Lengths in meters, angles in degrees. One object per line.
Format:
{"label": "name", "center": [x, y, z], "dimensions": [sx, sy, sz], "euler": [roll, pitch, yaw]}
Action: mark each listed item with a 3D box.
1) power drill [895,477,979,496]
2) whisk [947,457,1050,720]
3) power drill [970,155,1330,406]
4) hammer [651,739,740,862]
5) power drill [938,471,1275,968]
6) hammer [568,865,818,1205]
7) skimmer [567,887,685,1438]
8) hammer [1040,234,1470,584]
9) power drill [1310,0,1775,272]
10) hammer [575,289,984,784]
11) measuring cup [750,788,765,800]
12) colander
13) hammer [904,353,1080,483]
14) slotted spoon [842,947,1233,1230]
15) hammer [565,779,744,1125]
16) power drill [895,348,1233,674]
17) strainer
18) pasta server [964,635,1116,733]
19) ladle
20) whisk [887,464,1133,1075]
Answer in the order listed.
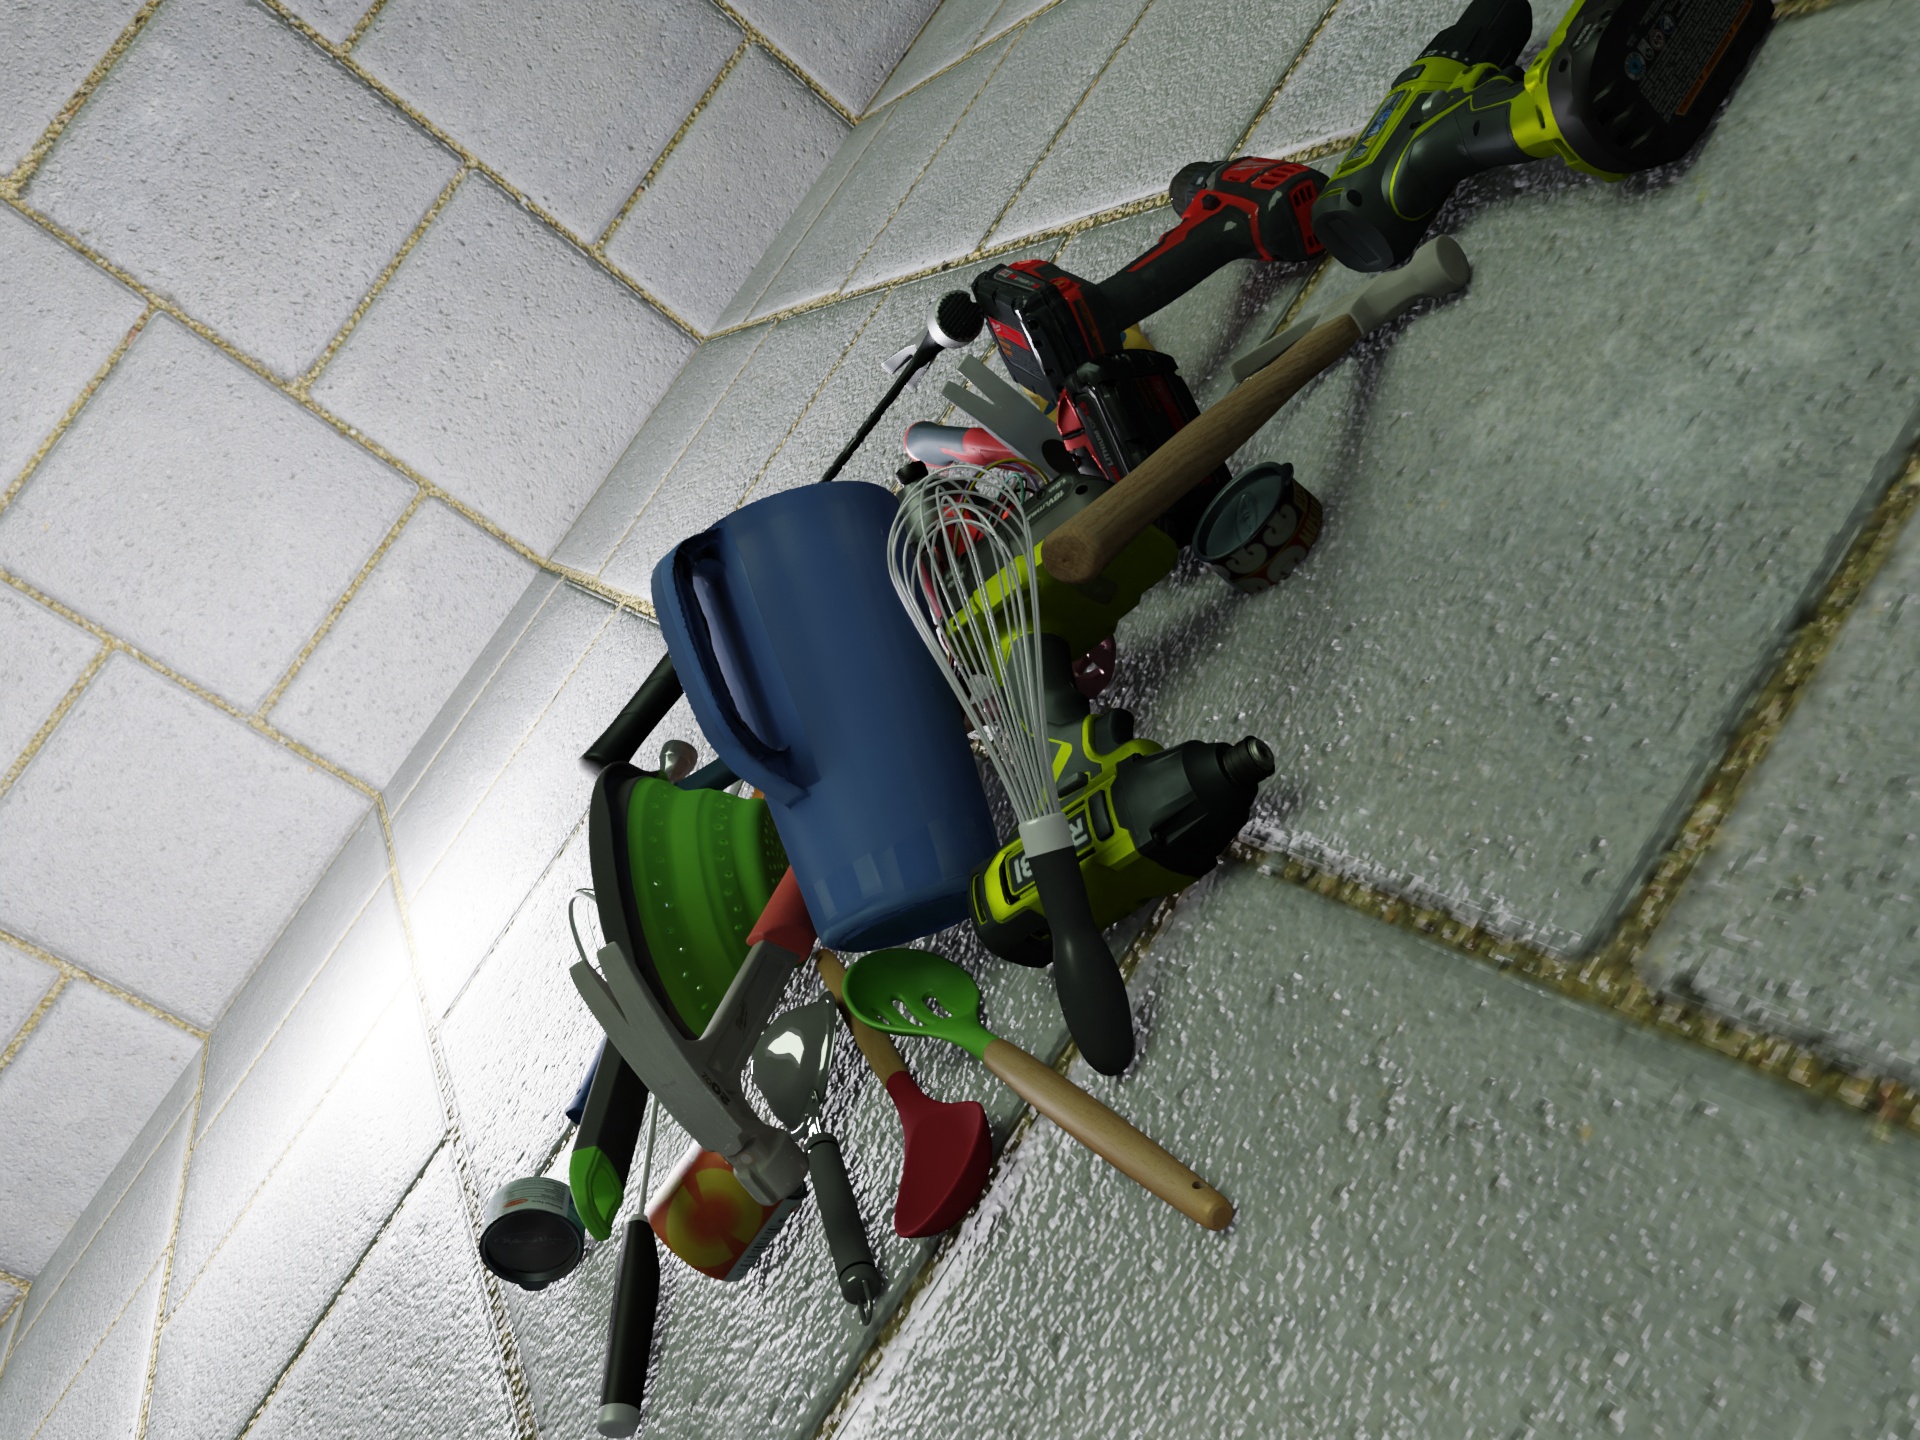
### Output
{"label": "power drill", "center": [-0.098, -0.117, 1.235], "dimensions": [0.226, 0.084, 0.185], "euler": [-20, 14, 37]}
{"label": "whisk", "center": [0.006, -0.039, 0.946], "dimensions": [0.051, 0.047, 0.244], "euler": [49, 131, 49]}
{"label": "power drill", "center": [0.125, -0.313, 1.081], "dimensions": [0.226, 0.080, 0.188], "euler": [-31, 29, -4]}
{"label": "hammer", "center": [-0.141, 0.018, 1.128], "dimensions": [0.331, 0.033, 0.128], "euler": [-30, 35, 44]}
{"label": "power drill", "center": [0.068, -0.009, 0.801], "dimensions": [0.171, 0.080, 0.223], "euler": [-37, 46, 33]}
{"label": "hammer", "center": [-0.098, 0.102, 0.888], "dimensions": [0.036, 0.149, 0.359], "euler": [-30, 14, 20]}
{"label": "skimmer", "center": [-0.221, 0.258, 0.982], "dimensions": [0.364, 0.090, 0.127], "euler": [-94, 6, -48]}
{"label": "hammer", "center": [0.142, -0.156, 0.815], "dimensions": [0.130, 0.031, 0.331], "euler": [-23, 14, 50]}
{"label": "power drill", "center": [0.310, -0.349, 0.864], "dimensions": [0.190, 0.080, 0.228], "euler": [-56, 21, -10]}
{"label": "hammer", "center": [-0.129, -0.122, 1.096], "dimensions": [0.409, 0.036, 0.149], "euler": [-53, 12, -9]}
{"label": "measuring cup", "center": [-0.110, 0.019, 1.175], "dimensions": [0.095, 0.052, 0.174], "euler": [-24, 39, 49]}
{"label": "colander", "center": [-0.150, 0.148, 0.940], "dimensions": [0.094, 0.204, 0.397], "euler": [-16, 25, 6]}
{"label": "hammer", "center": [0.003, -0.215, 1.197], "dimensions": [0.038, 0.143, 0.386], "euler": [-54, 19, 0]}
{"label": "slotted spoon", "center": [0.027, 0.164, 0.735], "dimensions": [0.314, 0.070, 0.031], "euler": [18, 117, 62]}
{"label": "hammer", "center": [-0.208, 0.124, 1.231], "dimensions": [0.144, 0.035, 0.406], "euler": [-26, 36, 47]}
{"label": "power drill", "center": [0.048, -0.130, 0.973], "dimensions": [0.219, 0.143, 0.078], "euler": [-29, -6, 43]}
{"label": "strainer", "center": [-0.076, 0.222, 0.843], "dimensions": [0.259, 0.050, 0.087], "euler": [-123, 50, -61]}
{"label": "pasta server", "center": [-0.002, -0.003, 1.017], "dimensions": [0.316, 0.040, 0.060], "euler": [-24, 51, 51]}
{"label": "ladle", "center": [-0.041, 0.183, 0.849], "dimensions": [0.069, 0.031, 0.316], "euler": [-53, 21, 0]}
{"label": "whisk", "center": [0.030, 0.020, 0.716], "dimensions": [0.070, 0.070, 0.285], "euler": [-24, 81, 50]}
